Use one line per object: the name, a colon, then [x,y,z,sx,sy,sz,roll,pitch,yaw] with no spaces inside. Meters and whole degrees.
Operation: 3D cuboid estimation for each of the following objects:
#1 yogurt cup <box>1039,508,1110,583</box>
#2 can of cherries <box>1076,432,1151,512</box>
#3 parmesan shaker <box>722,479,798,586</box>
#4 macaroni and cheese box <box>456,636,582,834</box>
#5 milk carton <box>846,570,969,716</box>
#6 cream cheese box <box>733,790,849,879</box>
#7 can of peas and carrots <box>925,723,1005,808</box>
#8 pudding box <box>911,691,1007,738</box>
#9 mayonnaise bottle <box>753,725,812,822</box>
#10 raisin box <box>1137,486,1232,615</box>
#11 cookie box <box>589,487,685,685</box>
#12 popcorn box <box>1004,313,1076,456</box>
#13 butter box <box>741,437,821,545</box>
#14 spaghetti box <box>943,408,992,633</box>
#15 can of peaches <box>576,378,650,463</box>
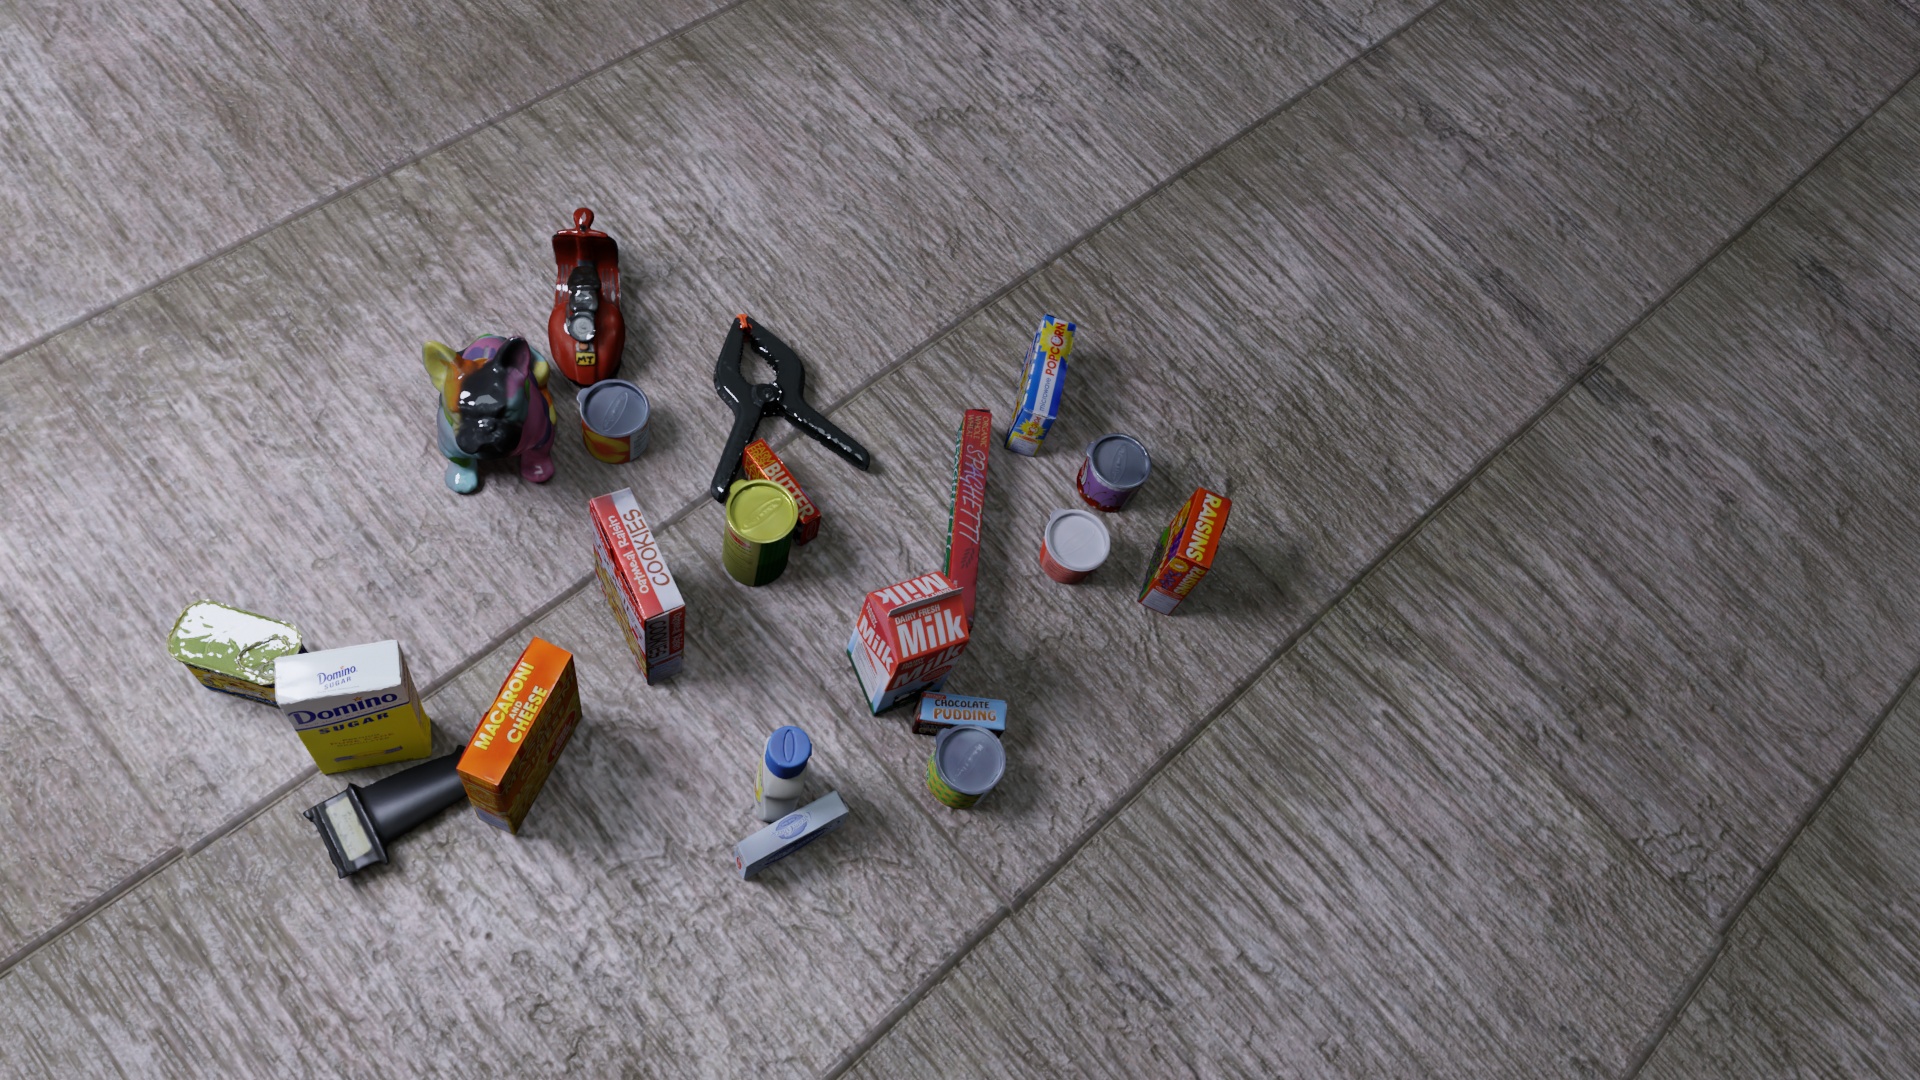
yogurt cup: [0.113,0.010,1.416,0.072,0.053,0.072,5,64,-10]
can of cherries: [0.159,-0.072,1.463,0.071,0.058,0.072,5,64,-10]
parmesan shaker: [-0.195,-0.008,1.329,0.071,0.102,0.071,5,64,-10]
macaroni and cheese box: [-0.369,0.167,1.170,0.040,0.165,0.124,24,62,0]
milk carton: [-0.047,0.089,1.265,0.072,0.189,0.073,-18,70,-19]
cream cheese box: [-0.151,0.262,1.235,0.104,0.053,0.024,-26,73,-22]
can of peas and carrots: [0.002,0.209,1.291,0.071,0.058,0.071,5,64,-10]
pudding box: [-0.001,0.167,1.316,0.084,0.049,0.030,8,63,-8]
mayonnaise bottle: [-0.156,0.200,1.211,0.041,0.147,0.065,3,64,-11]
raisin box: [0.225,0.013,1.400,0.040,0.122,0.086,24,62,0]
cookie box: [-0.290,0.044,1.246,0.040,0.166,0.123,-23,72,-21]
popcorn box: [0.084,-0.164,1.476,0.038,0.085,0.127,16,62,-4]
butter box: [-0.179,-0.048,1.380,0.024,0.053,0.103,-33,75,-24]
spaghetti box: [0.005,-0.018,1.407,0.029,0.050,0.251,9,63,-8]
can of peaches: [-0.344,-0.118,1.375,0.071,0.057,0.071,5,64,-10]
